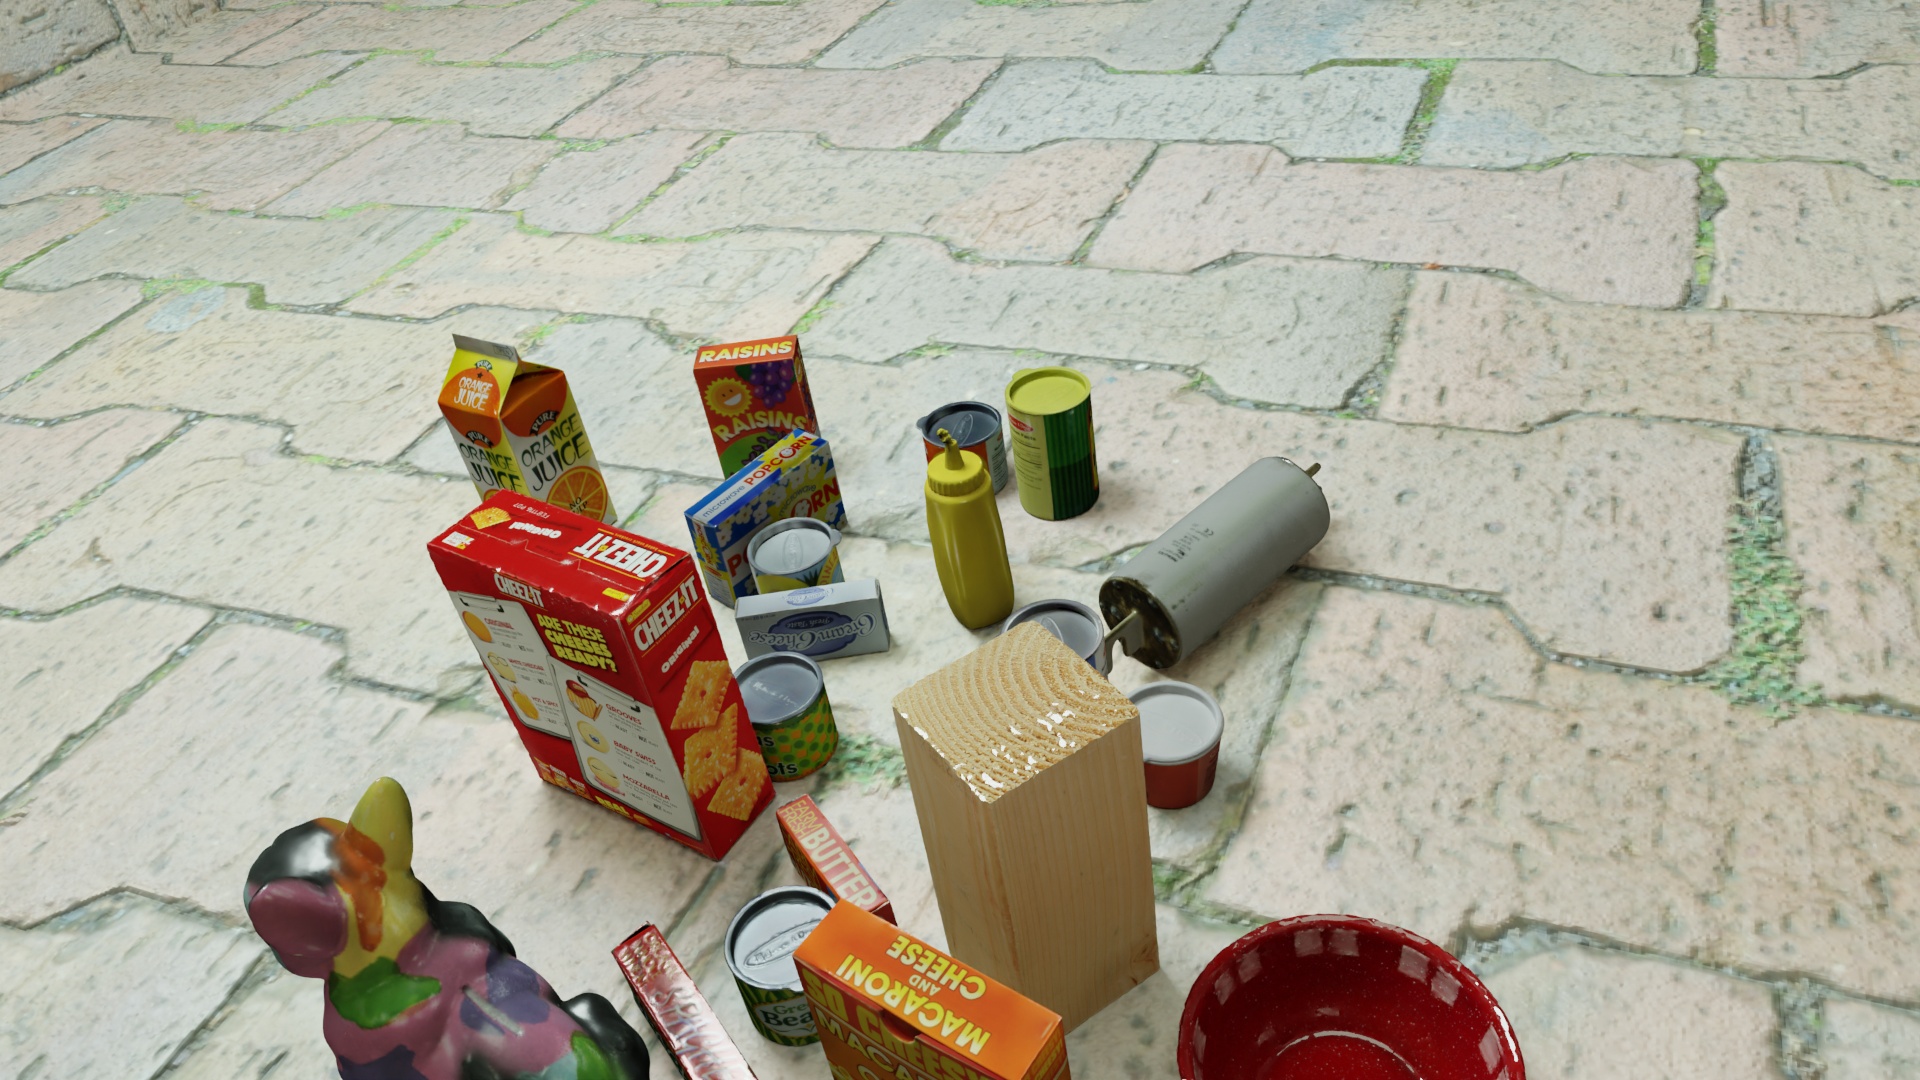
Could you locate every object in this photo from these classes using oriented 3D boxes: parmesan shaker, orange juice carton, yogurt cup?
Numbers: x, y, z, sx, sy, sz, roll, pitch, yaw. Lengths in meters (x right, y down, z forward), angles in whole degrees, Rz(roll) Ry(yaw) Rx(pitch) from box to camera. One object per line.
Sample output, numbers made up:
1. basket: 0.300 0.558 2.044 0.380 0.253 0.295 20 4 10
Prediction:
1. parmesan shaker: 0.072 -0.077 1.090 0.071 0.102 0.072 -6 38 5
2. orange juice carton: -0.350 -0.079 1.111 0.072 0.191 0.073 16 45 29
3. yogurt cup: 0.129 0.129 0.861 0.072 0.053 0.073 -6 38 5

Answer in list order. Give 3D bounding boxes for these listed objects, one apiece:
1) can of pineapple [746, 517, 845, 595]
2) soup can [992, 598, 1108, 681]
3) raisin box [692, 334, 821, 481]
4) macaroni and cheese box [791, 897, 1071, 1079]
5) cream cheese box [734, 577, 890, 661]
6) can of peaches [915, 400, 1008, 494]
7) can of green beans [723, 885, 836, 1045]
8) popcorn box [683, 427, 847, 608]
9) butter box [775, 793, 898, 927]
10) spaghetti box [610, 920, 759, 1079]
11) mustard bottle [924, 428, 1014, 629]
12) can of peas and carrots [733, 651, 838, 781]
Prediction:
1. can of pineapple: -0.120 0.025 1.040 0.071 0.057 0.071 -6 38 5
2. soup can: 0.060 0.090 0.899 0.071 0.083 0.072 -6 38 5
3. raisin box: -0.166 -0.106 1.161 0.086 0.122 0.040 -6 38 5
4. macaroni and cheese box: -0.006 0.254 0.643 0.124 0.165 0.040 19 47 31
5. cream cheese box: -0.105 0.060 0.997 0.104 0.053 0.024 -9 38 2
6. can of peaches: 0.002 -0.072 1.135 0.071 0.057 0.071 -6 38 5
7. can of green beans: -0.092 0.236 0.771 0.071 0.057 0.071 -6 38 5
8. popcorn box: -0.149 -0.018 1.077 0.038 0.084 0.127 22 48 34
9. butter box: -0.072 0.200 0.816 0.024 0.052 0.104 -27 42 -21
10. spaghetti box: -0.111 0.293 0.710 0.029 0.050 0.251 -30 42 -23
11. mustard bottle: 0.003 -0.012 0.978 0.049 0.159 0.065 -20 39 -12
12. can of peas and carrots: -0.120 0.119 0.923 0.071 0.058 0.071 -6 38 5
